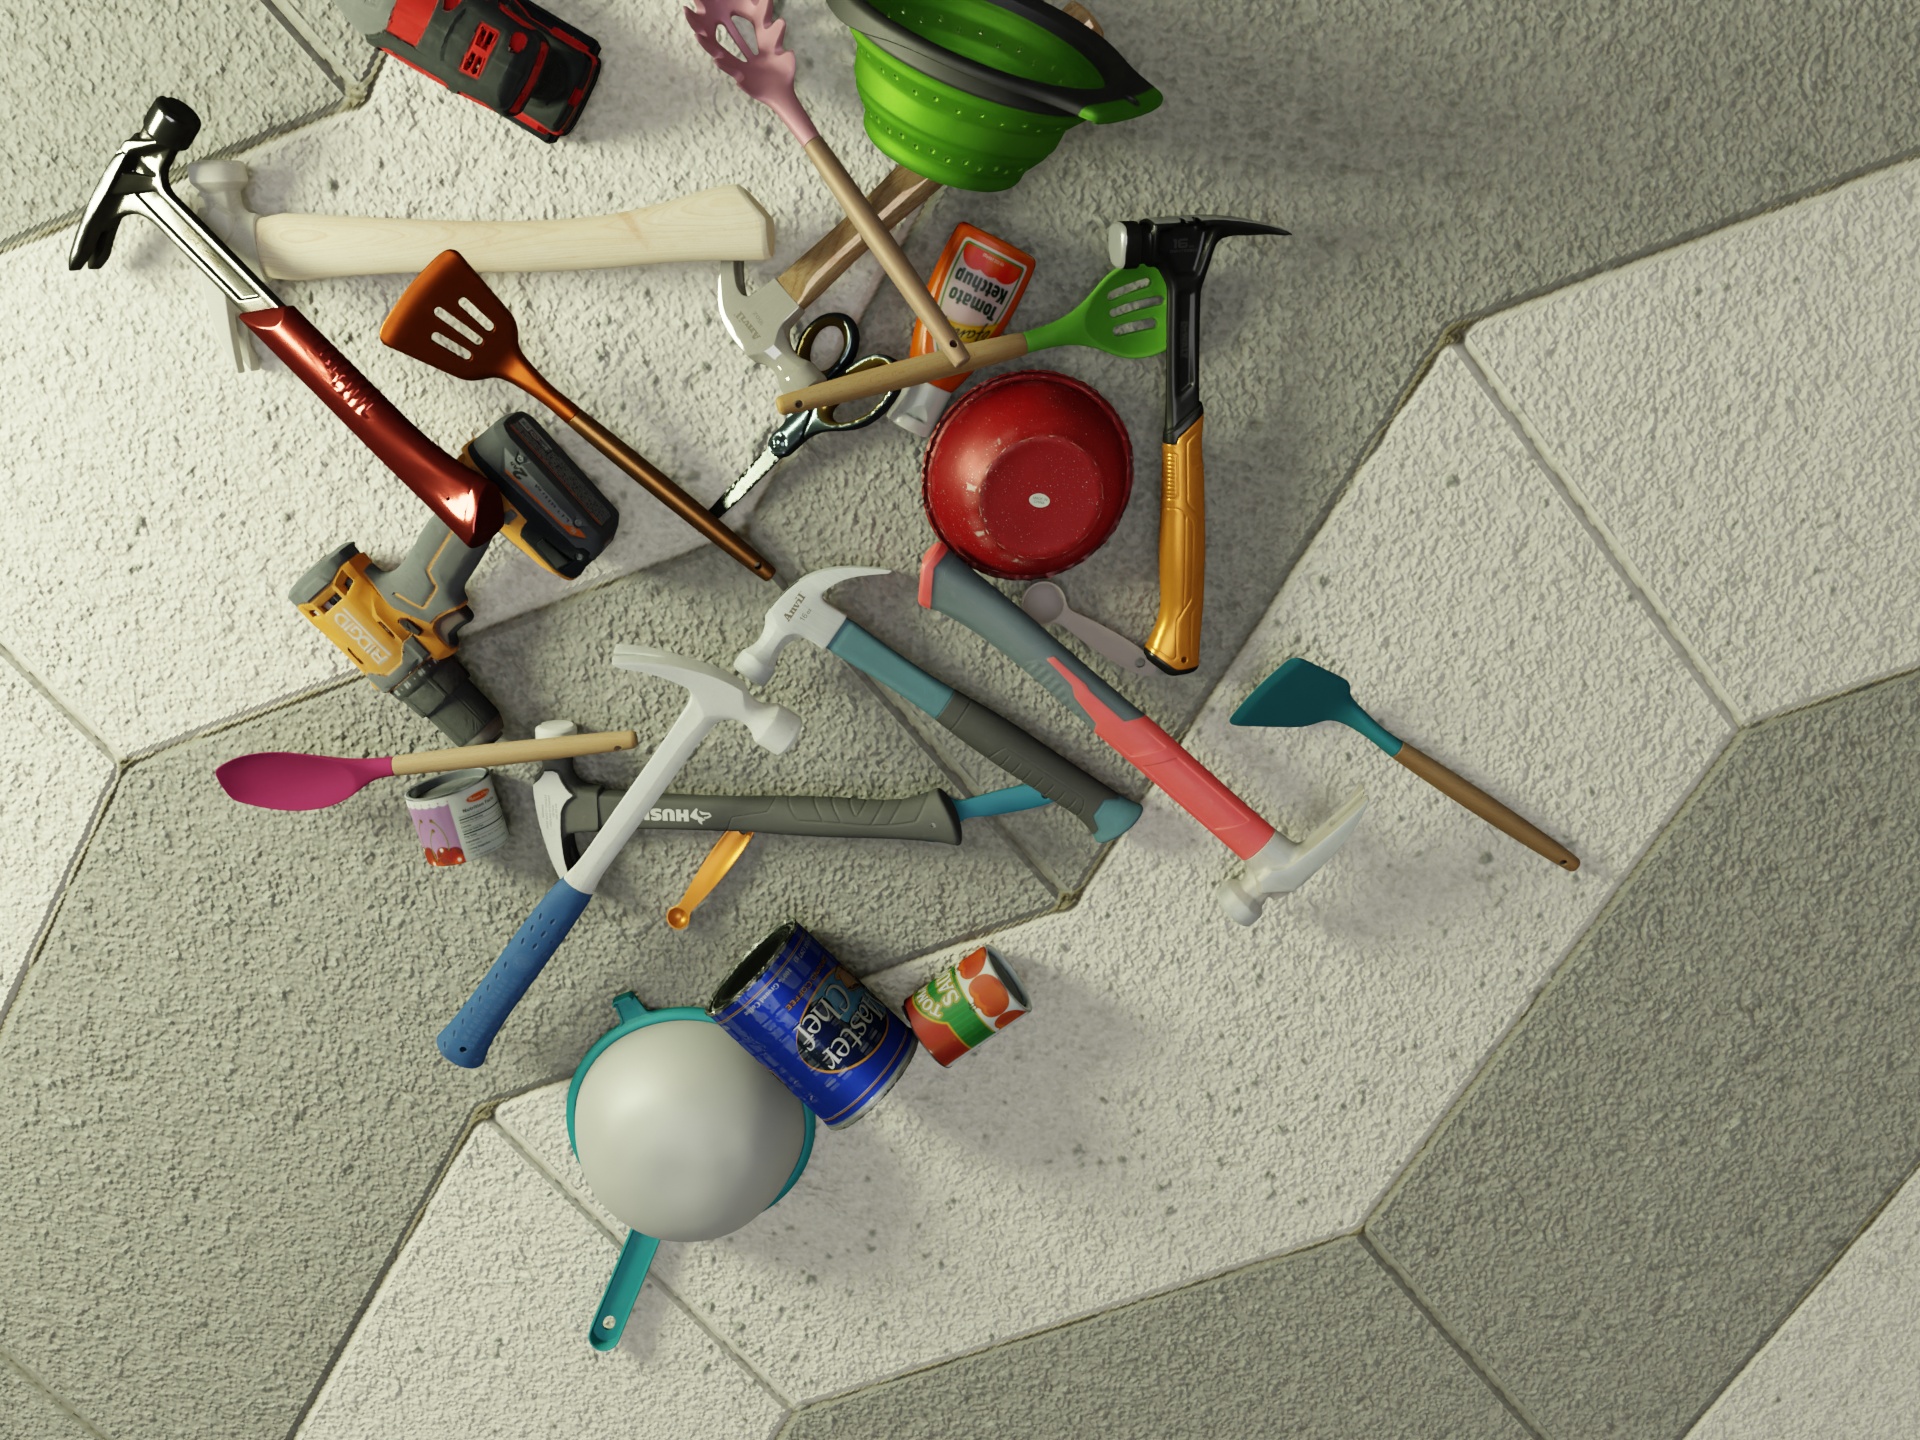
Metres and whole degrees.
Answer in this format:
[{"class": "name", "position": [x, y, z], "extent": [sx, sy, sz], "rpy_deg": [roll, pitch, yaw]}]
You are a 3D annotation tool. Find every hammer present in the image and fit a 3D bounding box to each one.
[{"class": "hammer", "position": [0.170, -0.194, 1.164], "extent": [0.127, 0.034, 0.336], "rpy_deg": [-7, 113, -13]}, {"class": "hammer", "position": [0.129, -0.010, 1.201], "extent": [0.386, 0.038, 0.143], "rpy_deg": [40, 108, -11]}, {"class": "hammer", "position": [-0.036, -0.378, 1.115], "extent": [0.331, 0.031, 0.130], "rpy_deg": [-41, 86, 7]}, {"class": "hammer", "position": [-0.166, 0.078, 1.245], "extent": [0.335, 0.035, 0.146], "rpy_deg": [2, 106, 4]}, {"class": "hammer", "position": [-0.292, 0.115, 1.219], "extent": [0.144, 0.035, 0.405], "rpy_deg": [32, 110, -18]}, {"class": "hammer", "position": [-0.334, -0.324, 1.118], "extent": [0.410, 0.038, 0.146], "rpy_deg": [0, 108, 6]}, {"class": "hammer", "position": [-0.459, -0.250, 1.100], "extent": [0.359, 0.037, 0.149], "rpy_deg": [45, 116, 0]}, {"class": "hammer", "position": [-0.002, -0.004, 1.226], "extent": [0.331, 0.033, 0.128], "rpy_deg": [33, 93, -12]}]

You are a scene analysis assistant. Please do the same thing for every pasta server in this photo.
[{"class": "pasta server", "position": [-0.086, -0.375, 1.086], "extent": [0.060, 0.040, 0.316], "rpy_deg": [-34, 88, -4]}]

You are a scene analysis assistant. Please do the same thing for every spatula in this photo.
[{"class": "spatula", "position": [-0.259, -0.201, 1.143], "extent": [0.322, 0.041, 0.081], "rpy_deg": [39, 93, -21]}, {"class": "spatula", "position": [0.360, 0.043, 1.244], "extent": [0.317, 0.044, 0.082], "rpy_deg": [31, 129, -11]}]

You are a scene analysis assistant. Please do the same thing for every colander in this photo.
[{"class": "colander", "position": [-0.064, -0.452, 1.042], "extent": [0.397, 0.204, 0.094], "rpy_deg": [35, 128, 13]}]

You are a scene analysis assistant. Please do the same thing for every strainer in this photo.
[{"class": "strainer", "position": [-0.252, 0.406, 1.322], "extent": [0.211, 0.095, 0.340], "rpy_deg": [22, 104, -6]}]

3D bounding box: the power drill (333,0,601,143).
[{"class": "power drill", "position": [-0.316, -0.436, 1.009], "extent": [0.143, 0.220, 0.078], "rpy_deg": [29, 104, -8]}]

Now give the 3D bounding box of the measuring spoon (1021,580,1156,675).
[{"class": "measuring spoon", "position": [0.100, -0.070, 1.228], "extent": [0.124, 0.018, 0.034], "rpy_deg": [31, 104, -16]}]

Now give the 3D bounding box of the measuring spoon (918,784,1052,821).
[{"class": "measuring spoon", "position": [0.020, 0.070, 1.261], "extent": [0.128, 0.021, 0.042], "rpy_deg": [-12, 106, 2]}]

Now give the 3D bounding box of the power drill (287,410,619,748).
[{"class": "power drill", "position": [-0.359, -0.095, 1.185], "extent": [0.226, 0.084, 0.185], "rpy_deg": [-37, 105, 14]}]

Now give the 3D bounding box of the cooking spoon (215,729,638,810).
[{"class": "cooking spoon", "position": [-0.403, 0.032, 1.205], "extent": [0.319, 0.017, 0.068], "rpy_deg": [-6, 137, 1]}]

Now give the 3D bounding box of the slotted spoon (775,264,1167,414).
[{"class": "slotted spoon", "position": [0.020, -0.262, 1.123], "extent": [0.313, 0.031, 0.070], "rpy_deg": [-17, 117, -12]}]

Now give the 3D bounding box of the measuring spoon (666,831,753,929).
[{"class": "measuring spoon", "position": [-0.199, 0.121, 1.284], "extent": [0.021, 0.011, 0.117], "rpy_deg": [37, 100, 2]}]
